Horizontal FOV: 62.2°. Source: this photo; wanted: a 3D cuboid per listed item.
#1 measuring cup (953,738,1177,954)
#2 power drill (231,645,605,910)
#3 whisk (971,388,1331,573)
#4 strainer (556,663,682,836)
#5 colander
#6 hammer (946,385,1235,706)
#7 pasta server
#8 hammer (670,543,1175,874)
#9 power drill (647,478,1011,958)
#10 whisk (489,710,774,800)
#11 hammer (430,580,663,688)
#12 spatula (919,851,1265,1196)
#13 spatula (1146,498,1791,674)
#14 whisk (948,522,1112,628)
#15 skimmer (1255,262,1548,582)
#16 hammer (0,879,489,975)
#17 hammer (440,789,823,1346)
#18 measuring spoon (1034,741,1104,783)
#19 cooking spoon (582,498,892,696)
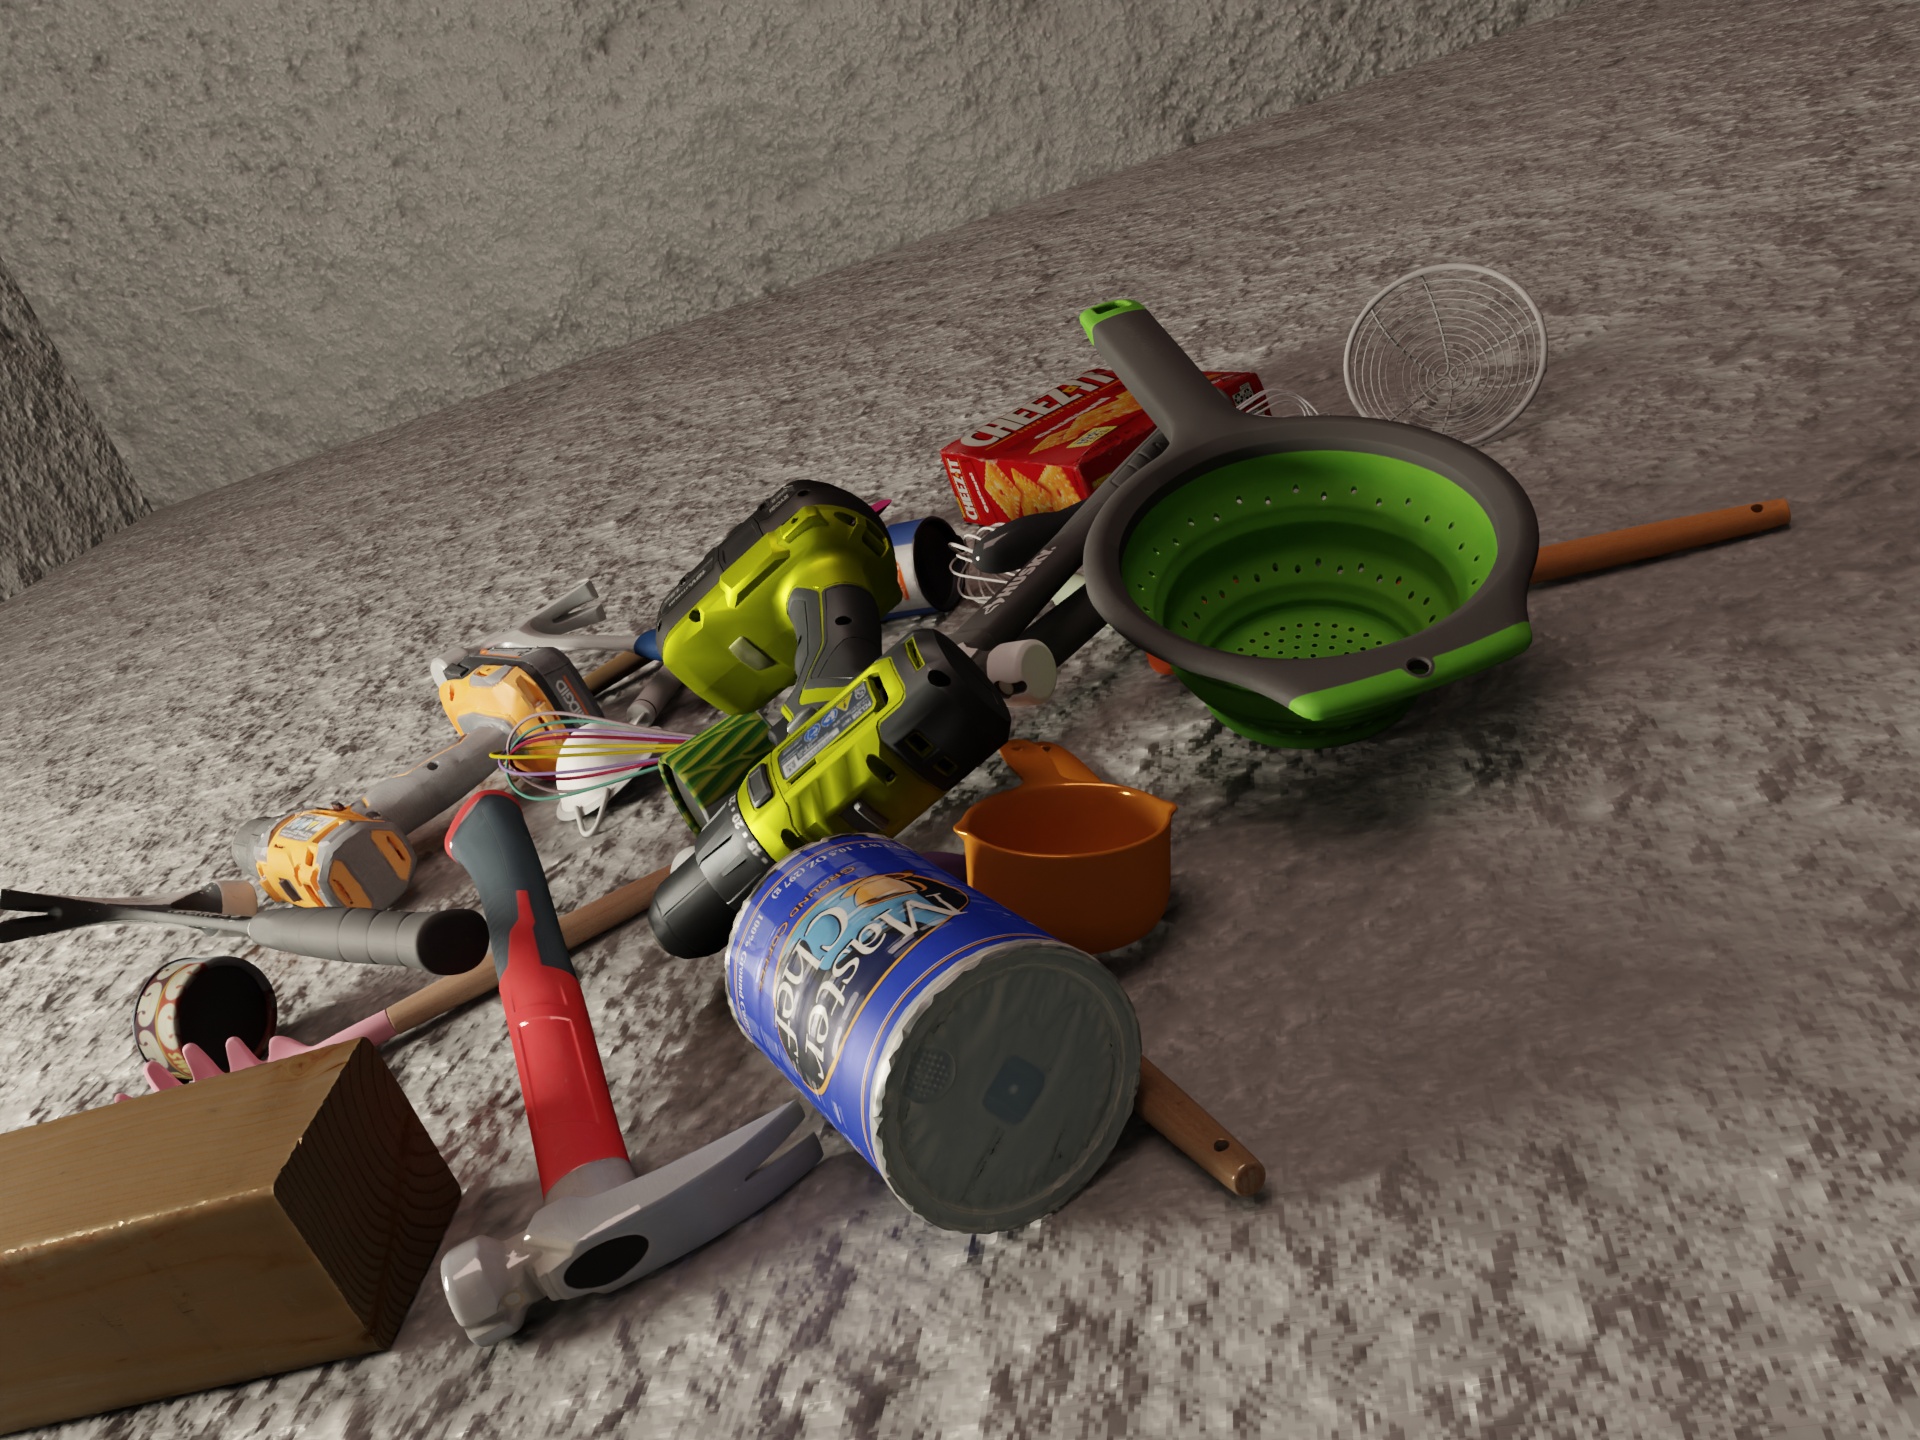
[{"bbox_3d":[0.040,0.053,0.713,0.095,0.052,0.174,-6,15,-7],"label":"measuring cup"},{"bbox_3d":[-0.373,0.042,1.071,0.185,0.084,0.226,2,37,45],"label":"power drill"},{"bbox_3d":[0.126,-0.150,1.020,0.284,0.070,0.070,-24,22,-24],"label":"whisk"},{"bbox_3d":[-0.222,-0.002,1.081,0.087,0.050,0.259,-30,17,20],"label":"strainer"},{"bbox_3d":[0.143,-0.102,0.820,0.204,0.094,0.398,-18,41,-5],"label":"colander"},{"bbox_3d":[0.066,-0.104,0.906,0.146,0.035,0.335,-6,31,44],"label":"hammer"},{"bbox_3d":[-0.273,0.138,0.826,0.316,0.040,0.060,-27,30,-14],"label":"pasta server"},{"bbox_3d":[-0.001,-0.003,0.855,0.331,0.033,0.128,-40,25,-25],"label":"hammer"},{"bbox_3d":[-0.085,-0.004,0.778,0.190,0.080,0.229,-40,35,12],"label":"power drill"},{"bbox_3d":[-0.168,0.018,0.950,0.245,0.047,0.051,-2,67,13],"label":"whisk"},{"bbox_3d":[-0.221,-0.058,1.118,0.406,0.035,0.144,3,30,47],"label":"hammer"},{"bbox_3d":[0.031,0.109,0.651,0.060,0.018,0.316,-29,24,-14],"label":"spatula"},{"bbox_3d":[0.255,-0.077,0.827,0.322,0.041,0.081,-12,49,18],"label":"spatula"},{"bbox_3d":[0.064,-0.083,1.006,0.246,0.059,0.058,28,91,56],"label":"whisk"},{"bbox_3d":[0.240,-0.164,0.964,0.127,0.090,0.363,30,51,22],"label":"skimmer"},{"bbox_3d":[-0.372,0.107,0.838,0.409,0.036,0.149,-4,-6,44],"label":"hammer"},{"bbox_3d":[-0.183,0.119,0.747,0.143,0.038,0.387,-25,29,-11],"label":"hammer"},{"bbox_3d":[0.058,0.028,0.808,0.021,0.011,0.117,-27,24,-11],"label":"measuring spoon"},{"bbox_3d":[-0.186,-0.087,1.221,0.319,0.017,0.069,-33,16,-13],"label":"cooking spoon"}]
